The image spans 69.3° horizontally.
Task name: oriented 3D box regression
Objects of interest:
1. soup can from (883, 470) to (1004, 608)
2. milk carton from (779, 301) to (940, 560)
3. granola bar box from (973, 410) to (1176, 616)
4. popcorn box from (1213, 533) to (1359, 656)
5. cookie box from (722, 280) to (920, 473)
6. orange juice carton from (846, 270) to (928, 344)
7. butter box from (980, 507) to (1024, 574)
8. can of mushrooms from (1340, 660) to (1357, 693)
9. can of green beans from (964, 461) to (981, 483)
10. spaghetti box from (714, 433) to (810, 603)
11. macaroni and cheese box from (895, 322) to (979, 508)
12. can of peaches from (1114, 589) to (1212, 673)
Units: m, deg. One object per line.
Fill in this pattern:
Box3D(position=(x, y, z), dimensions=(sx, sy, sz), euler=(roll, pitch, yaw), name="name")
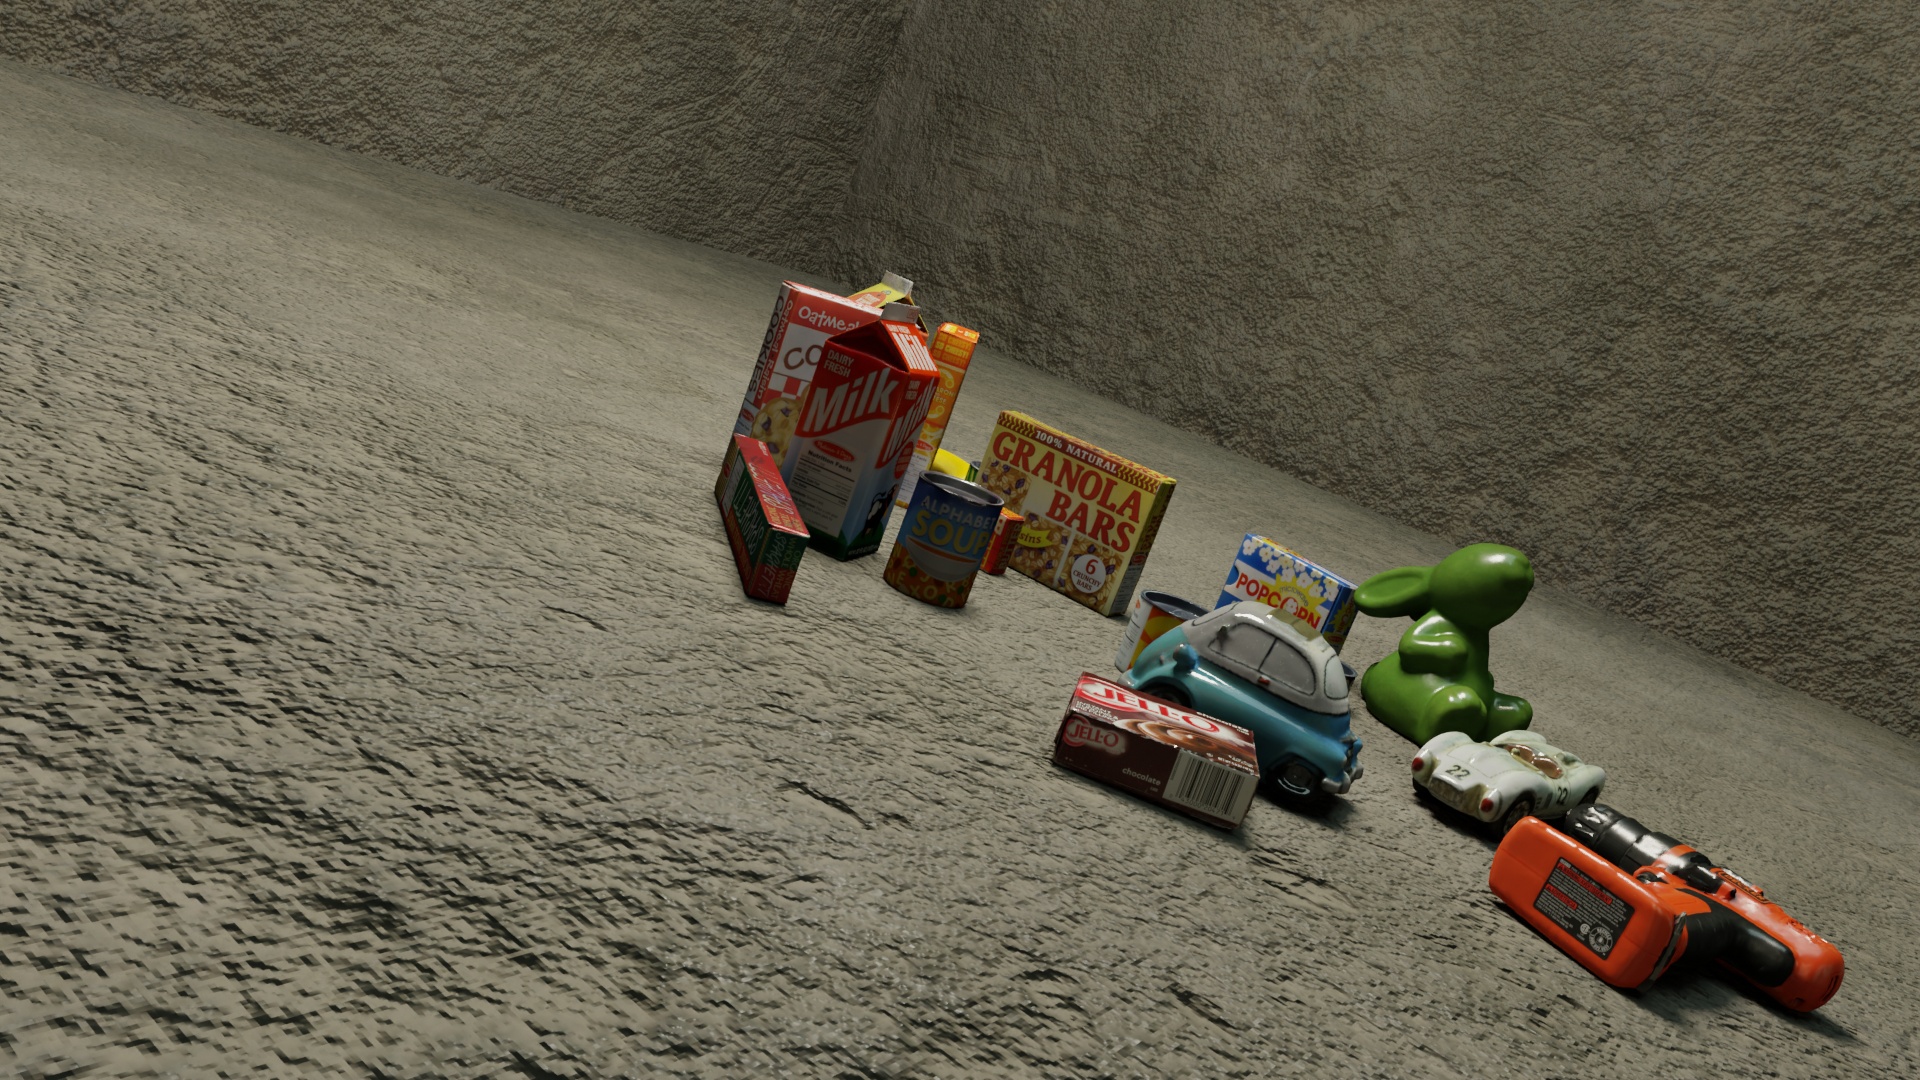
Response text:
Box3D(position=(-0.012, 0.000, 1.017), dimensions=(0.071, 0.083, 0.071), euler=(19, 12, -4), name="soup can")
Box3D(position=(-0.074, -0.088, 1.046), dimensions=(0.073, 0.190, 0.072), euler=(23, 12, 15), name="milk carton")
Box3D(position=(0.088, -0.025, 1.192), dimensions=(0.166, 0.124, 0.039), euler=(27, 13, 29), name="granola bar box")
Box3D(position=(0.298, 0.057, 1.265), dimensions=(0.038, 0.085, 0.127), euler=(11, 15, -37), name="popcorn box")
Box3D(position=(-0.120, -0.126, 1.196), dimensions=(0.123, 0.167, 0.040), euler=(12, 14, -36), name="cookie box")
Box3D(position=(-0.092, -0.168, 1.365), dimensions=(0.073, 0.192, 0.072), euler=(14, 13, -28), name="orange juice carton")
Box3D(position=(0.004, -0.015, 1.180), dimensions=(0.103, 0.053, 0.024), euler=(30, 15, 37), name="butter box")
Box3D(position=(0.285, 0.110, 1.133), dimensions=(0.071, 0.033, 0.071), euler=(19, 12, -4), name="can of mushrooms")
Box3D(position=(0.031, -0.036, 1.304), dimensions=(0.071, 0.057, 0.071), euler=(19, 12, -4), name="can of green beans")
Box3D(position=(-0.143, -0.021, 0.977), dimensions=(0.029, 0.050, 0.251), euler=(16, 13, -19), name="spaghetti box")
Box3D(position=(-0.030, -0.121, 1.321), dimensions=(0.040, 0.166, 0.124), euler=(20, 12, -2), name="macaroni and cheese box")
Box3D(position=(0.155, 0.076, 1.014), dimensions=(0.071, 0.058, 0.071), euler=(19, 12, -4), name="can of peaches")
